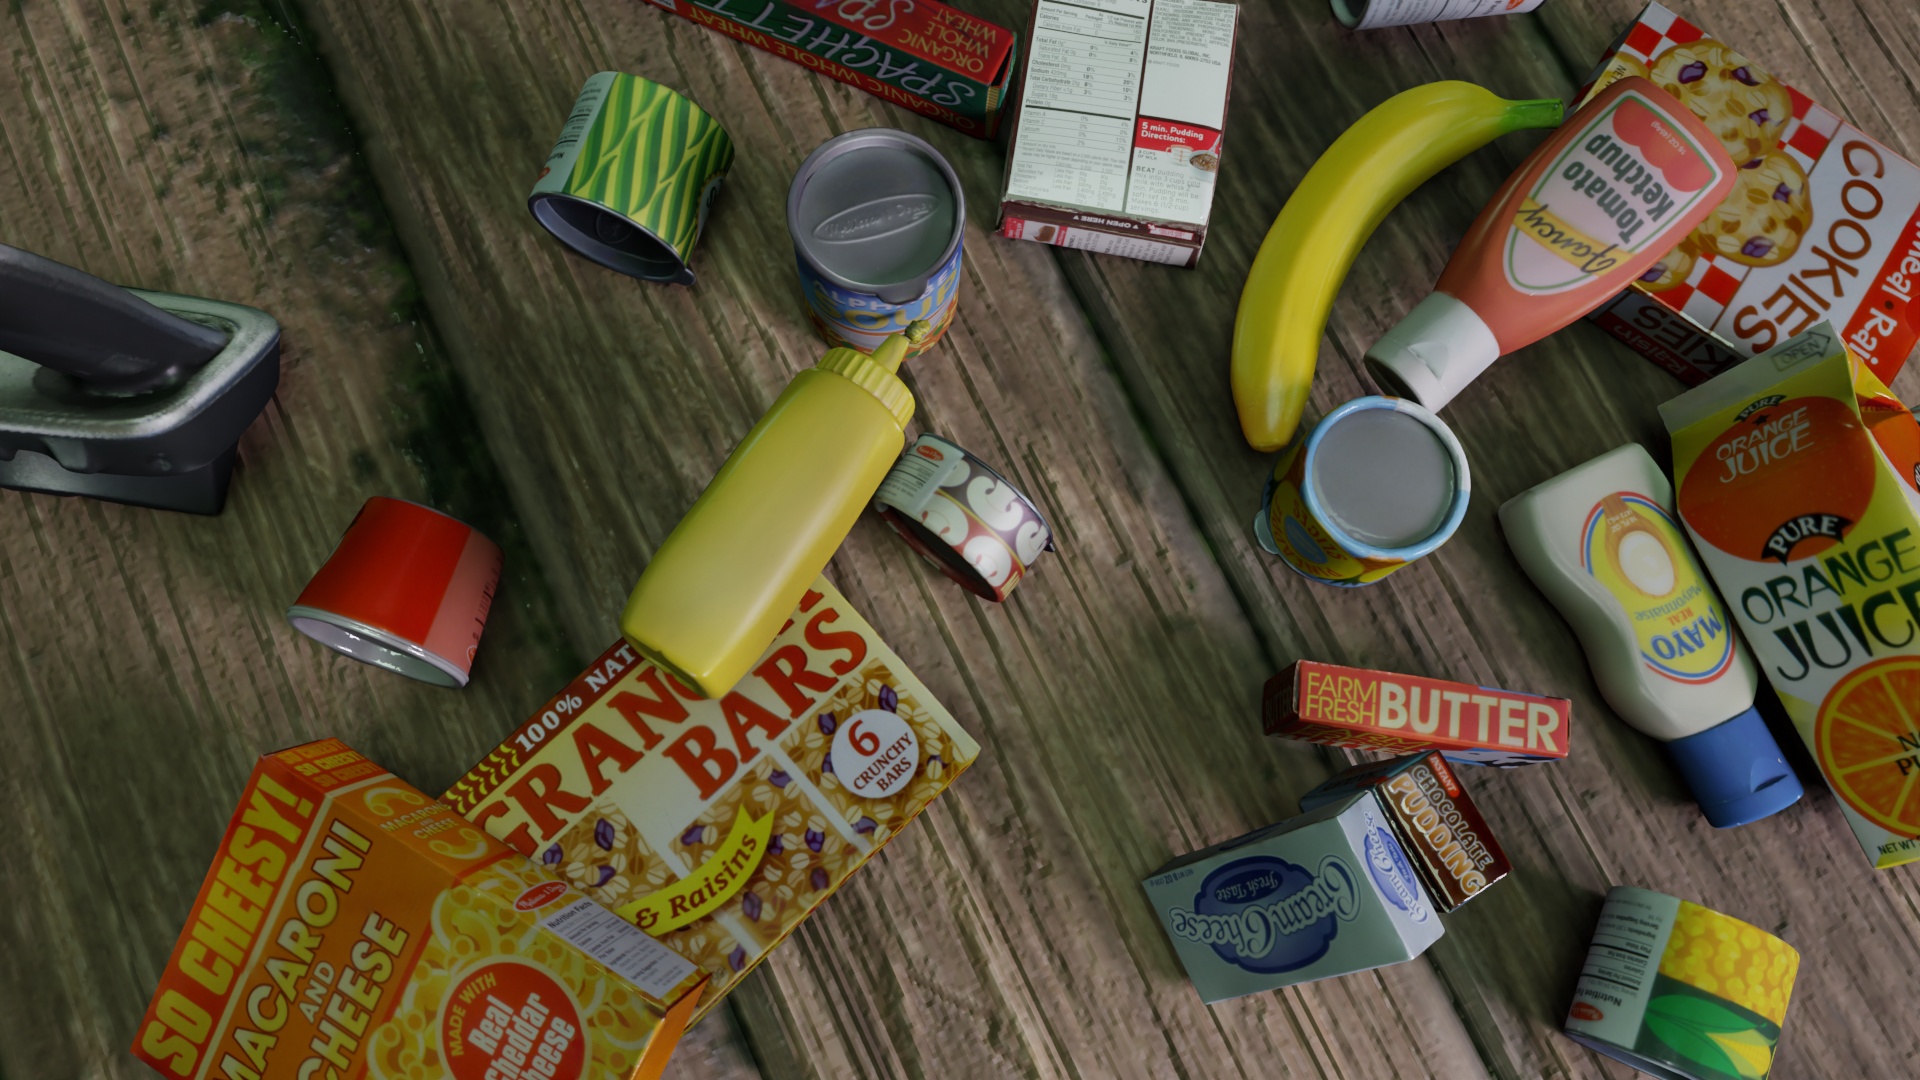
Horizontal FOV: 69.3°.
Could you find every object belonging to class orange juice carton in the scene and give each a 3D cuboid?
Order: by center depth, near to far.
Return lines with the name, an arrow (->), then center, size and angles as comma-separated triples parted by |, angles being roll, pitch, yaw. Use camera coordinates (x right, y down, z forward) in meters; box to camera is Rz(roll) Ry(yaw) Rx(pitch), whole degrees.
orange juice carton -> 0.343, 0.017, 0.528 | 0.073, 0.071, 0.193 | -12, 74, -45

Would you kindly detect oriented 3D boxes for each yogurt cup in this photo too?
yogurt cup -> -0.208, 0.019, 0.524 | 0.072, 0.072, 0.054 | 18, 69, 2

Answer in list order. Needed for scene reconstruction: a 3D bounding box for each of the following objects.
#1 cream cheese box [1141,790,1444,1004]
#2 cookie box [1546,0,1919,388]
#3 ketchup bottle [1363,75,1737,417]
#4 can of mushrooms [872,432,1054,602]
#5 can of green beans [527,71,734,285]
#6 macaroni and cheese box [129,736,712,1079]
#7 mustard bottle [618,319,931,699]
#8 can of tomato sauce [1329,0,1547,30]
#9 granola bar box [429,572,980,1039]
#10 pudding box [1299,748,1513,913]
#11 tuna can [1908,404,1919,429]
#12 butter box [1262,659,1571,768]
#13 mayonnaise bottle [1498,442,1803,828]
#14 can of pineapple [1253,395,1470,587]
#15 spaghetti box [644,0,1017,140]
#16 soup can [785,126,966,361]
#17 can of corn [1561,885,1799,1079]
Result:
cream cheese box -> 0.115, 0.129, 0.494 | 0.024, 0.103, 0.053 | -19, 78, -41
cookie box -> 0.327, -0.133, 0.591 | 0.167, 0.040, 0.123 | 36, 78, 6
ketchup bottle -> 0.225, -0.110, 0.545 | 0.149, 0.043, 0.065 | -43, 84, 2
can of mushrooms -> 0.002, -0.007, 0.537 | 0.071, 0.071, 0.033 | 37, 79, 6
can of green beans -> -0.132, -0.146, 0.562 | 0.071, 0.071, 0.058 | 20, 77, 2
macaroni and cheese box -> -0.186, 0.163, 0.477 | 0.166, 0.040, 0.123 | 28, 97, 11
mustard bottle -> -0.059, -0.020, 0.500 | 0.049, 0.065, 0.161 | 33, 72, 2
can of tomato sauce -> 0.208, -0.261, 0.603 | 0.083, 0.071, 0.071 | -8, 78, -3
granola bar box -> -0.094, 0.091, 0.523 | 0.166, 0.039, 0.124 | -42, 81, -10
pudding box -> 0.159, 0.107, 0.507 | 0.030, 0.083, 0.050 | -28, 80, -11
tuna can -> 0.397, -0.021, 0.556 | 0.033, 0.071, 0.071 | -22, 79, -8
butter box -> 0.172, 0.068, 0.532 | 0.103, 0.053, 0.024 | 8, 76, 0
mayonnaise bottle -> 0.276, 0.038, 0.549 | 0.065, 0.041, 0.148 | -24, 79, -10
can of pineapple -> 0.157, -0.017, 0.548 | 0.071, 0.057, 0.071 | 0, 78, -2
spaghetti box -> -0.094, -0.238, 0.593 | 0.250, 0.050, 0.029 | 23, 79, 3
soup can -> -0.032, -0.111, 0.549 | 0.071, 0.083, 0.071 | 0, 78, -2
can of corn -> 0.264, 0.167, 0.506 | 0.071, 0.071, 0.058 | 24, 77, 3
